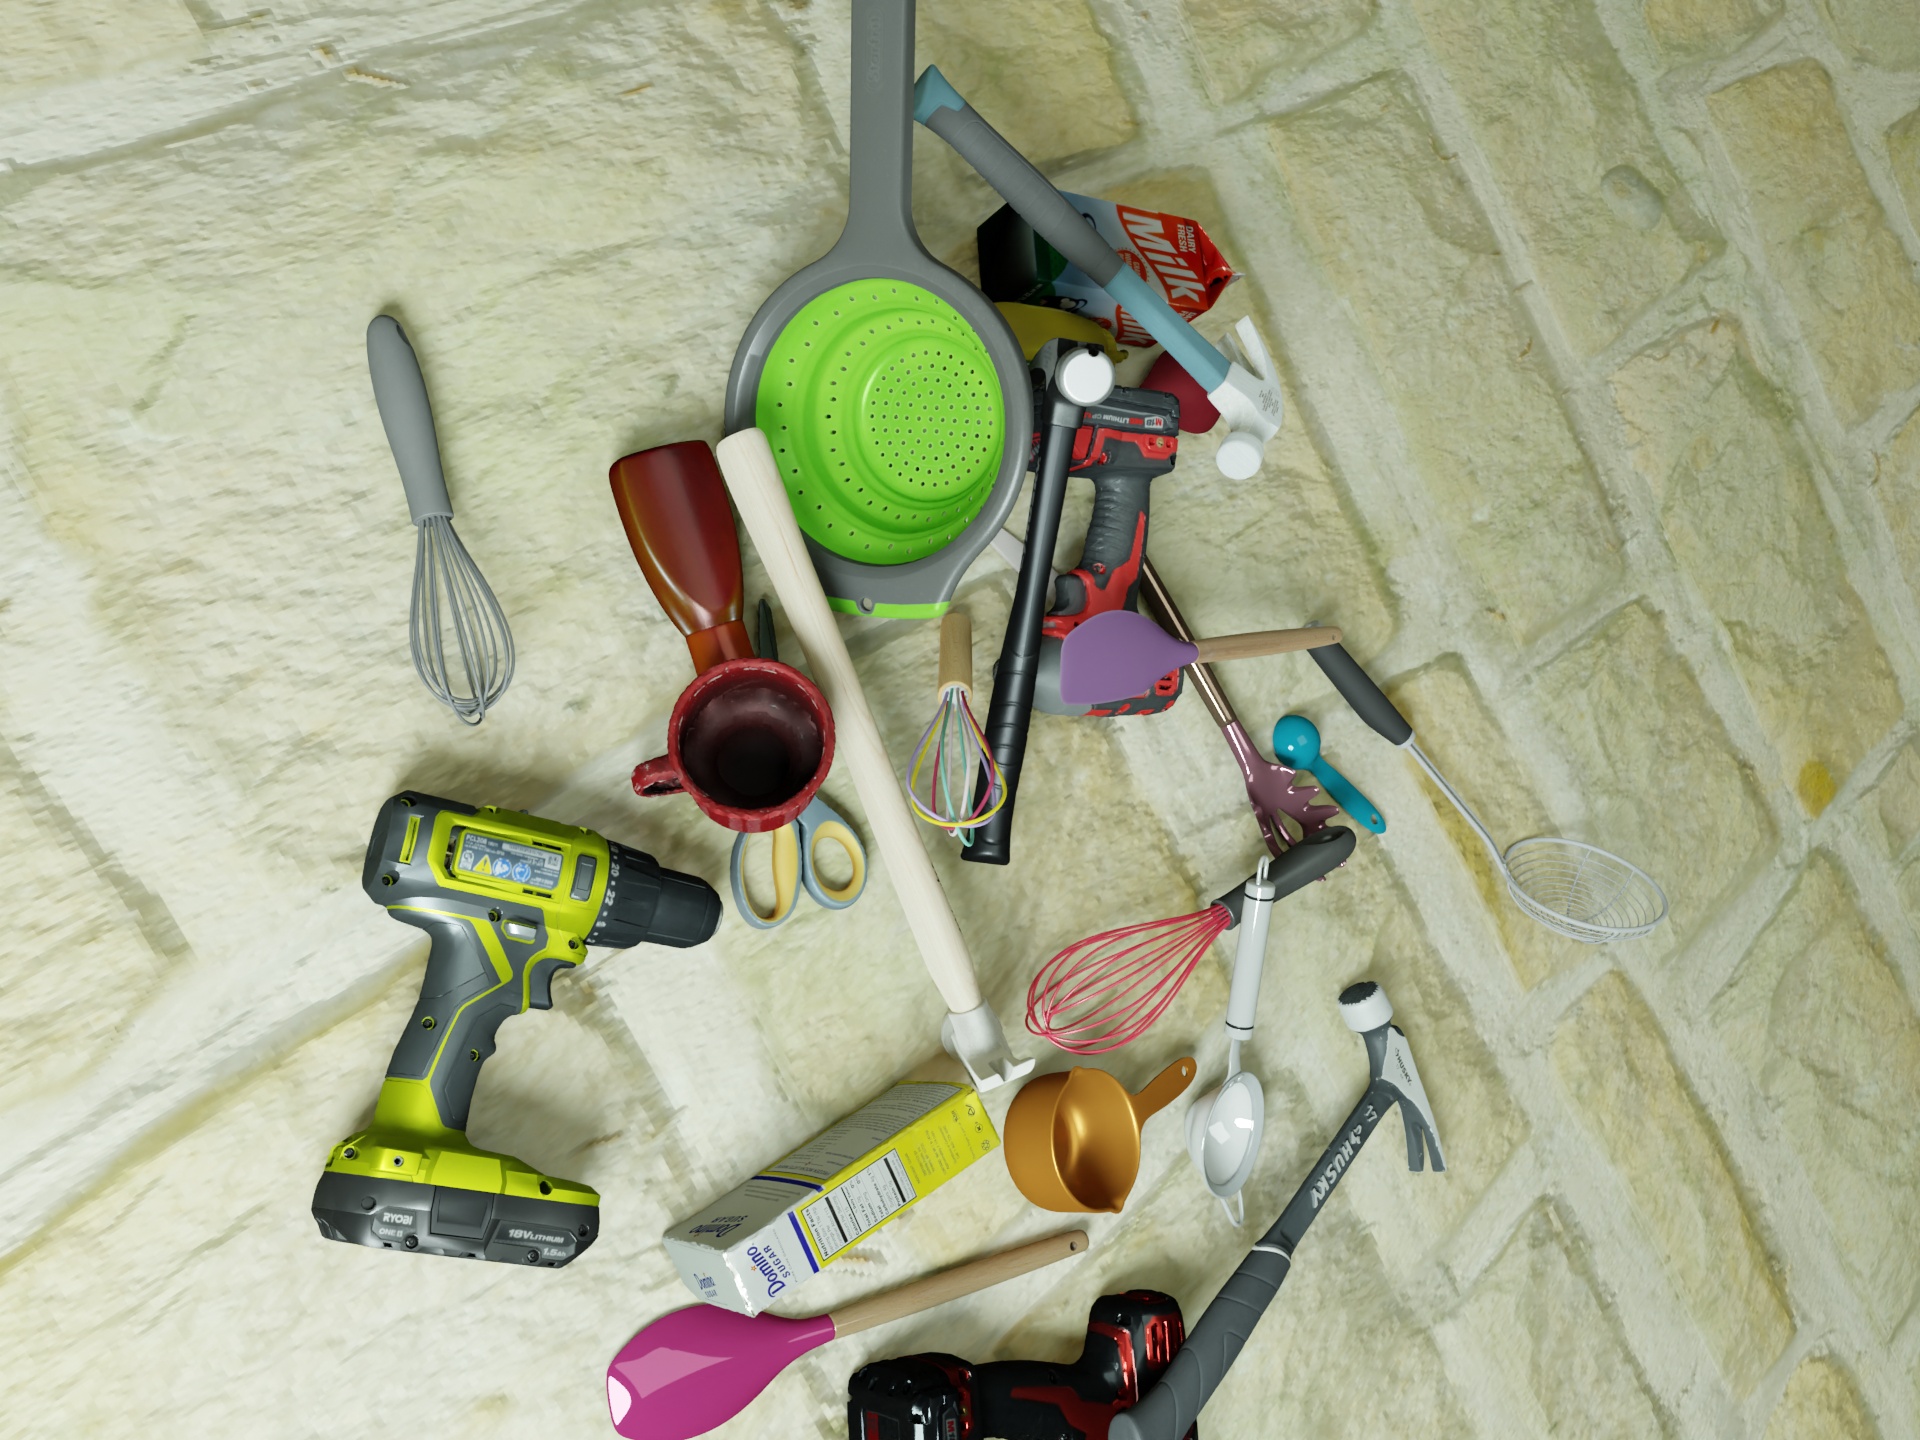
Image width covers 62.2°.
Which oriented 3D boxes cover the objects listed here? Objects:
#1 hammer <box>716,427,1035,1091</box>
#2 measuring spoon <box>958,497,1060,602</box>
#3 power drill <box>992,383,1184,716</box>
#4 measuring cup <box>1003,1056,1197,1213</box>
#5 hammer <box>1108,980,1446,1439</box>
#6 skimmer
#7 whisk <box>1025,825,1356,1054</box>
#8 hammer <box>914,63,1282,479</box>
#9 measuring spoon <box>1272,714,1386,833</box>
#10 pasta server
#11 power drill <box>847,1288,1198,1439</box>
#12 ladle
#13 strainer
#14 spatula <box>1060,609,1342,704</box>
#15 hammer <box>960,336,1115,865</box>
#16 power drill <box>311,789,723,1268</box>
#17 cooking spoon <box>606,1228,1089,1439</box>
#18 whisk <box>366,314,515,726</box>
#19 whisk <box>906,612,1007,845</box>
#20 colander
[{"bbox_3d":[-0.054,0.021,0.938,0.038,0.146,0.410,-22,90,-8],"label":"hammer"},{"bbox_3d":[0.041,-0.118,1.096,0.124,0.018,0.034,39,62,-20],"label":"measuring spoon"},{"bbox_3d":[0.083,-0.112,1.076,0.143,0.078,0.219,-1,91,-34],"label":"power drill"},{"bbox_3d":[0.093,0.257,1.035,0.173,0.052,0.095,-19,91,-51],"label":"measuring cup"},{"bbox_3d":[0.215,0.345,1.051,0.409,0.036,0.149,-37,104,-43],"label":"hammer"},{"bbox_3d":[0.410,0.041,1.249,0.363,0.090,0.127,46,28,-12],"label":"skimmer"},{"bbox_3d":[0.163,0.141,1.075,0.296,0.073,0.073,-27,94,-28],"label":"whisk"},{"bbox_3d":[0.092,-0.306,1.058,0.331,0.033,0.128,41,44,-12],"label":"hammer"},{"bbox_3d":[0.288,0.043,1.212,0.128,0.021,0.042,42,61,-16],"label":"measuring spoon"},{"bbox_3d":[0.185,-0.023,1.154,0.060,0.040,0.316,-33,96,-21],"label":"pasta server"},{"bbox_3d":[0.051,0.452,0.949,0.226,0.080,0.188,3,78,-34],"label":"power drill"},{"bbox_3d":[0.082,-0.211,1.138,0.315,0.031,0.069,-23,92,-31],"label":"ladle"},{"bbox_3d":[0.184,0.212,1.061,0.087,0.050,0.258,-11,111,-52],"label":"strainer"},{"bbox_3d":[0.174,-0.051,1.097,0.315,0.018,0.059,-7,103,-44],"label":"spatula"},{"bbox_3d":[0.040,-0.066,0.980,0.035,0.146,0.334,7,106,-7],"label":"hammer"},{"bbox_3d":[-0.229,0.163,0.836,0.190,0.080,0.229,18,68,-27],"label":"power drill"},{"bbox_3d":[-0.054,0.349,0.937,0.318,0.017,0.069,-7,84,-32],"label":"cooking spoon"},{"bbox_3d":[-0.293,-0.112,0.874,0.055,0.055,0.239,-11,81,-33],"label":"whisk"},{"bbox_3d":[0.001,-0.003,0.956,0.051,0.047,0.245,53,17,-25],"label":"whisk"},{"bbox_3d":[-0.034,-0.265,0.973,0.094,0.204,0.397,-28,122,-64],"label":"colander"}]
